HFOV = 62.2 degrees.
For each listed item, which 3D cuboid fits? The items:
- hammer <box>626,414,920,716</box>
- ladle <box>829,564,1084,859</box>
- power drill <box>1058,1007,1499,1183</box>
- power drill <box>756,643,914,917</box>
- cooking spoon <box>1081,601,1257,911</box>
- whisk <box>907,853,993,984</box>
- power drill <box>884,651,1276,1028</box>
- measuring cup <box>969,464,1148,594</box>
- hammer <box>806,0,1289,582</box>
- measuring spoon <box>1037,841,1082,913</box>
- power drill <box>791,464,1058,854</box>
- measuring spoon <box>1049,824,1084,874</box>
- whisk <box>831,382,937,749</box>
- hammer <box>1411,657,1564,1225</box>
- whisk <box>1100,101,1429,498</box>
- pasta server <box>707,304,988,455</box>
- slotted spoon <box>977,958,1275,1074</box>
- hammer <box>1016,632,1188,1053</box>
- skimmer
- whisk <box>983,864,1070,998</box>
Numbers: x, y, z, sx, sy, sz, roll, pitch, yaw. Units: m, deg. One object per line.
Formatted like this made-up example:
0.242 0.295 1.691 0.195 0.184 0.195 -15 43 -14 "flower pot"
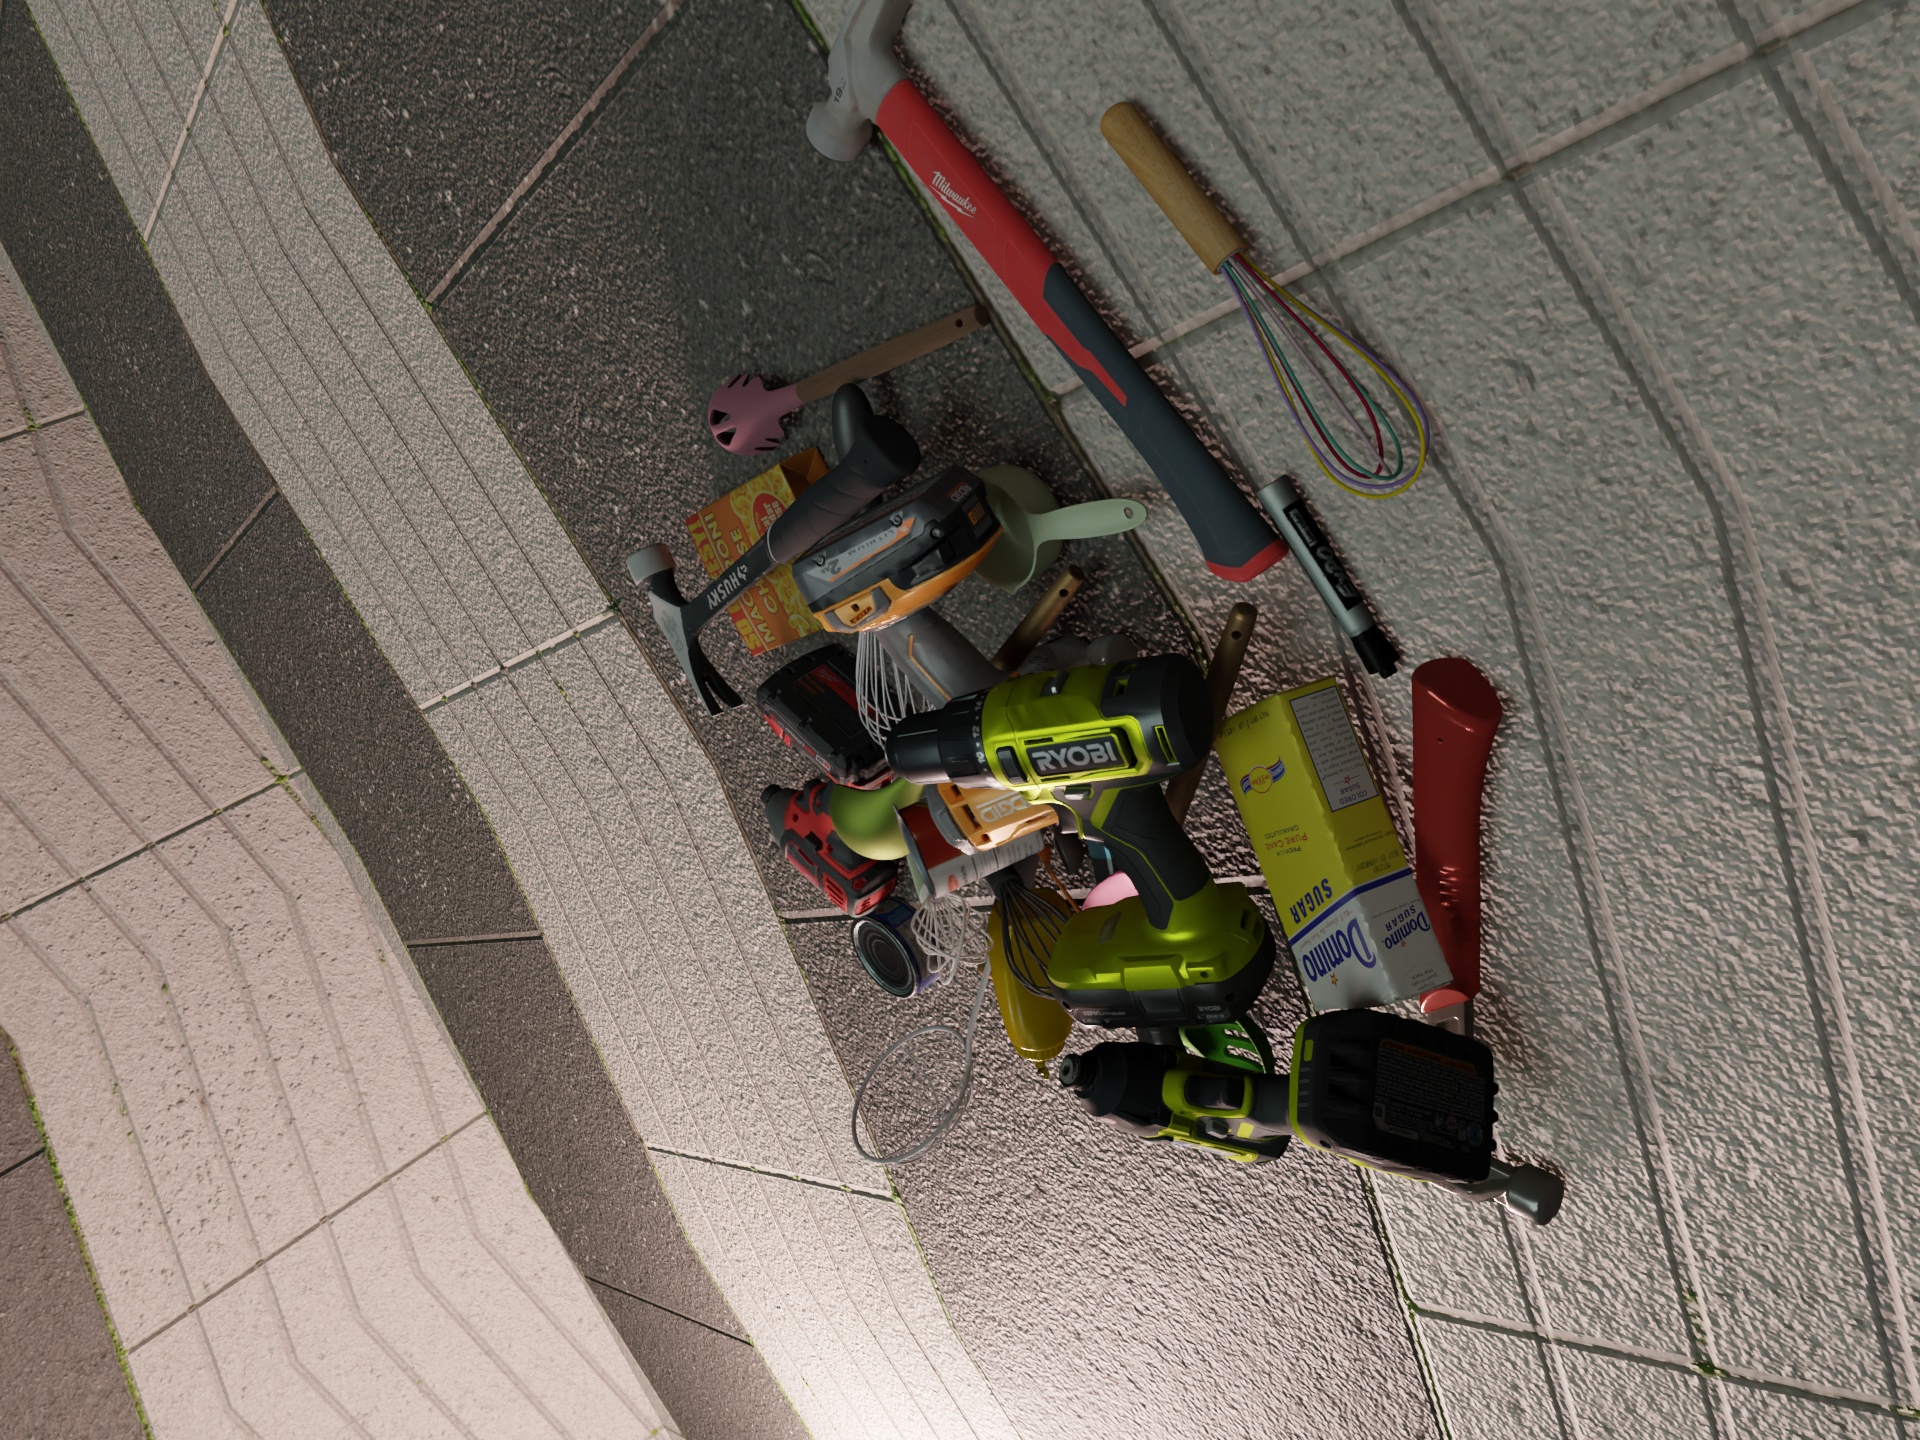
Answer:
-0.134 -0.115 1.129 0.409 0.036 0.149 -26 89 57 "hammer"
-0.002 -0.003 1.079 0.078 0.062 0.320 28 132 -11 "ladle"
0.179 0.219 0.927 0.223 0.171 0.080 -19 56 53 "power drill"
-0.108 0.052 1.288 0.143 0.078 0.219 41 145 25 "power drill"
0.128 0.053 0.950 0.069 0.017 0.318 23 135 11 "cooking spoon"
-0.017 0.132 1.168 0.246 0.057 0.059 -122 46 -77 "whisk"
0.074 0.071 0.925 0.190 0.080 0.228 -9 122 29 "power drill"
0.061 -0.124 0.966 0.168 0.038 0.083 0 116 50 "measuring cup"
0.057 -0.242 0.875 0.386 0.038 0.143 53 144 8 "hammer"
0.085 0.131 1.147 0.116 0.011 0.021 55 -179 -17 "measuring spoon"
0.025 -0.038 0.963 0.185 0.084 0.226 -23 106 31 "power drill"
0.063 0.049 1.121 0.034 0.018 0.124 -142 31 -81 "measuring spoon"
-0.054 -0.097 1.105 0.070 0.070 0.284 23 132 41 "whisk"
0.269 0.126 0.902 0.149 0.037 0.358 20 131 43 "hammer"
0.144 -0.209 0.788 0.245 0.051 0.047 55 152 10 "whisk"
-0.084 -0.232 1.075 0.316 0.040 0.060 -8 110 50 "pasta server"
0.115 0.212 1.175 0.314 0.031 0.070 7 120 51 "slotted spoon"
0.104 0.102 1.068 0.128 0.033 0.331 0 110 53 "hammer"
-0.013 0.211 1.250 0.127 0.090 0.363 -92 13 -52 "skimmer"
0.030 0.117 1.110 0.239 0.055 0.055 -126 24 -54 "whisk"
